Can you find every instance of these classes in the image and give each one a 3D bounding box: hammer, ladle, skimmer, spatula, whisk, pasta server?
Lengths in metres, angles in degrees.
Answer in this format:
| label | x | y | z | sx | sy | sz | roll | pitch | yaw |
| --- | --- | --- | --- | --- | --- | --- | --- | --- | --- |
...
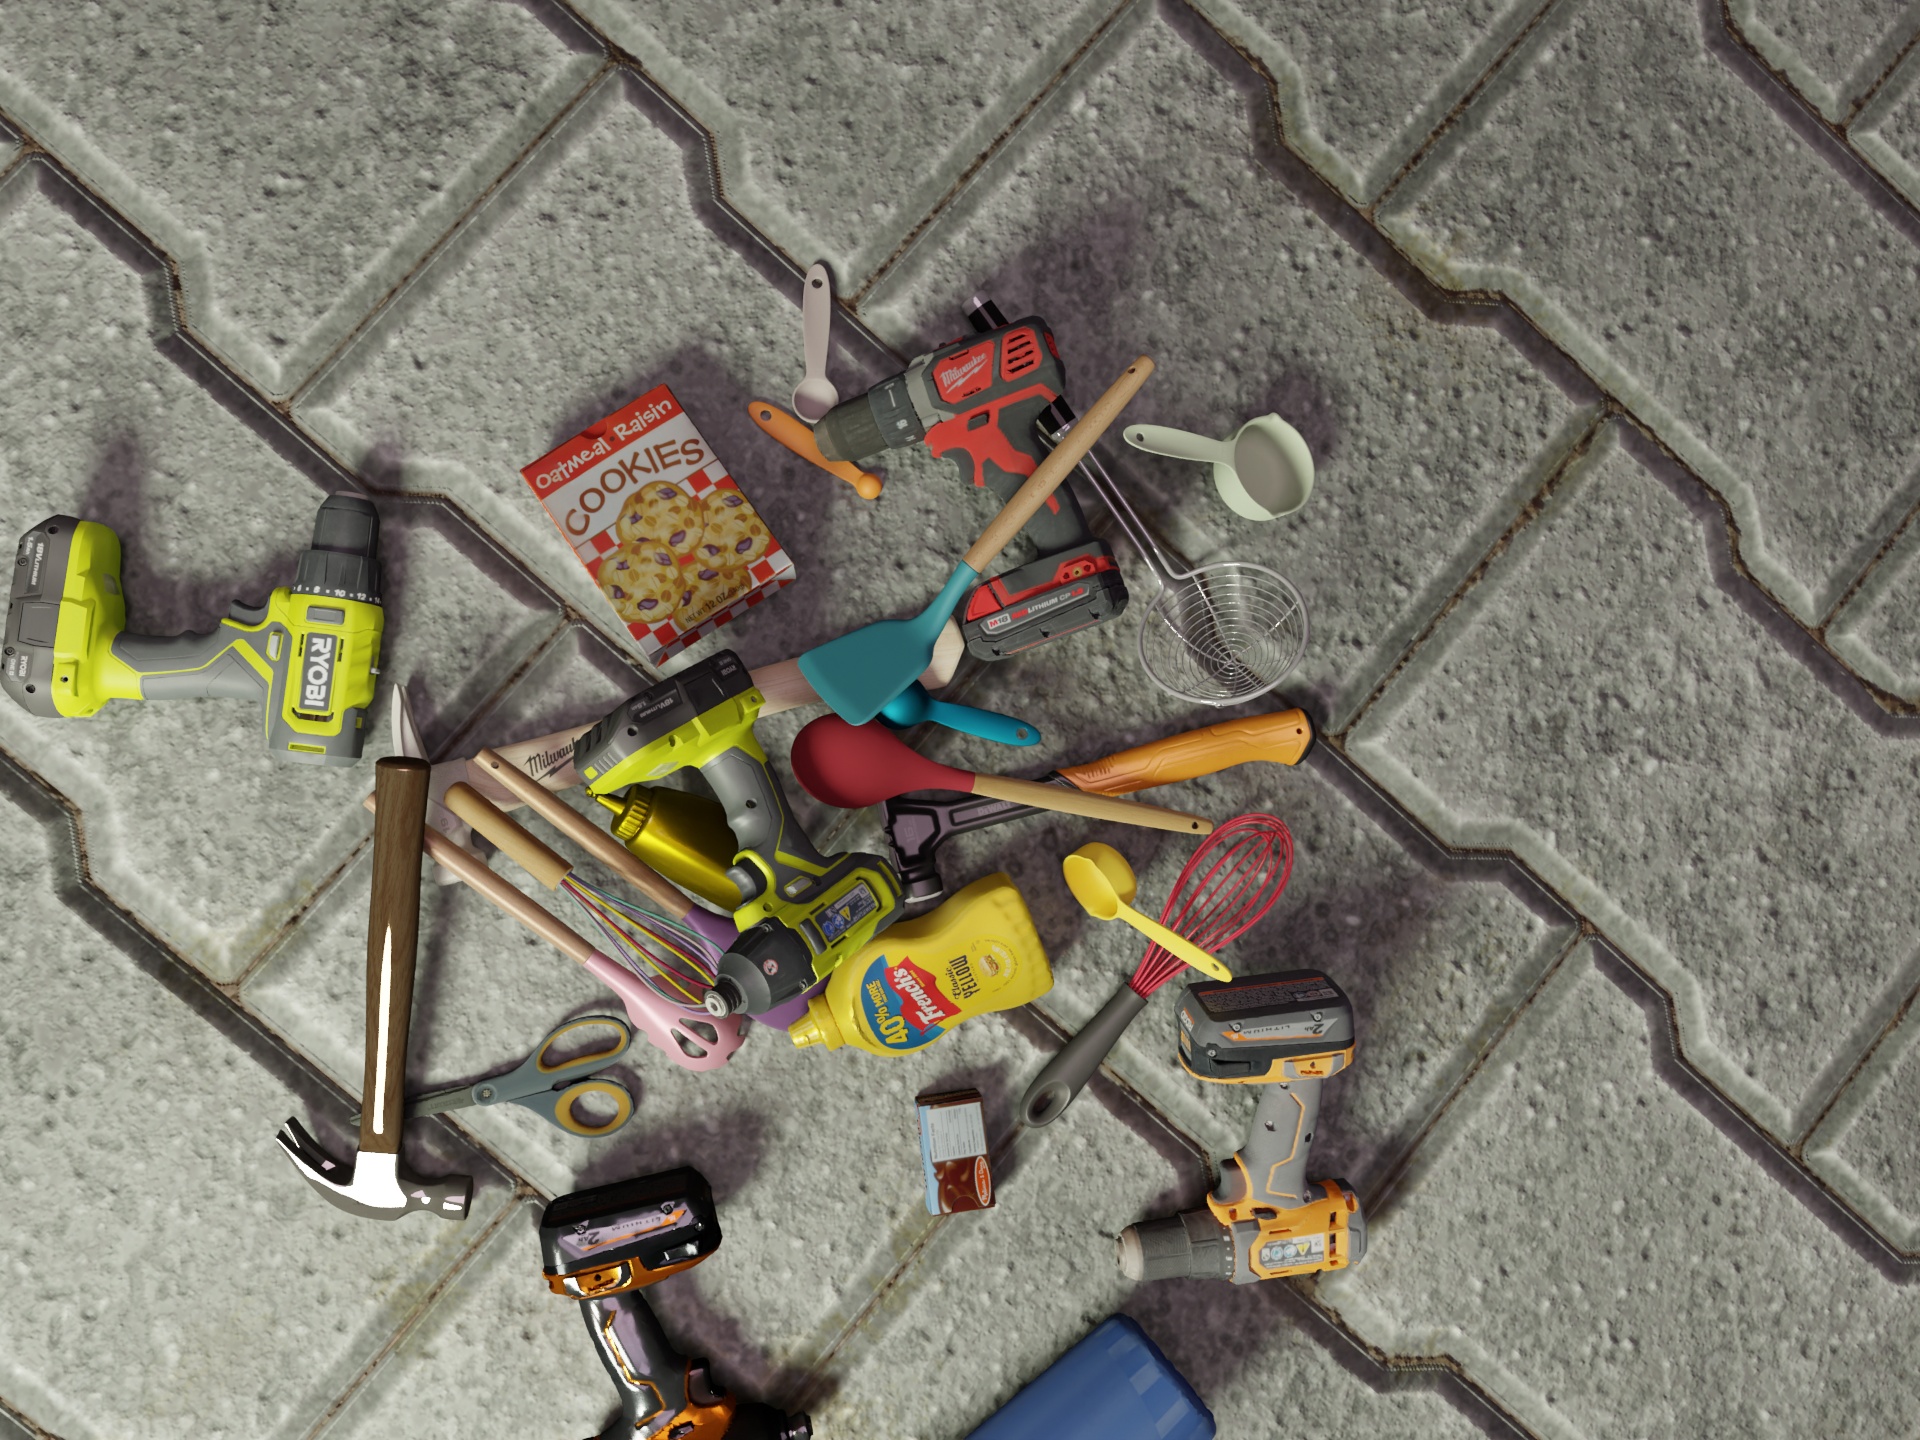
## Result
| label | x | y | z | sx | sy | sz | roll | pitch | yaw |
| --- | --- | --- | --- | --- | --- | --- | --- | --- | --- |
| hammer | -0.198 | -0.012 | 1.154 | 0.410 | 0.038 | 0.146 | -18 | 89 | -8 |
| ladle | 0.033 | 0.051 | 1.153 | 0.315 | 0.031 | 0.069 | 11 | 95 | -10 |
| skimmer | 0.118 | -0.171 | 1.173 | 0.127 | 0.090 | 0.363 | -36 | 92 | -5 |
| hammer | -0.392 | 0.186 | 1.085 | 0.130 | 0.031 | 0.331 | 6 | 102 | -6 |
| spatula | 0.019 | -0.128 | 1.081 | 0.317 | 0.044 | 0.082 | -49 | 52 | 7 |
| spatula | -0.216 | 0.122 | 1.130 | 0.315 | 0.018 | 0.060 | 41 | 80 | -16 |
| whisk | -0.255 | 0.120 | 1.095 | 0.245 | 0.047 | 0.051 | 38 | 85 | 2 |
| pasta server | -0.282 | 0.148 | 1.116 | 0.316 | 0.040 | 0.060 | 39 | 88 | -11 |
| hammer | 0.104 | 0.036 | 1.192 | 0.337 | 0.034 | 0.127 | -13 | 91 | -8 |
| whisk | 0.144 | 0.188 | 1.183 | 0.073 | 0.073 | 0.296 | 41 | 90 | -4 |

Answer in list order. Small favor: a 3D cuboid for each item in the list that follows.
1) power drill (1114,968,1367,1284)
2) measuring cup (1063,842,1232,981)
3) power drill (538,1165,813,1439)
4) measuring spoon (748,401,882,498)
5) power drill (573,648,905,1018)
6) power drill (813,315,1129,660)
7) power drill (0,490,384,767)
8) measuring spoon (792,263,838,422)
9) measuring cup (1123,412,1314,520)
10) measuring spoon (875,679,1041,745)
| label | x | y | z | sx | sy | sz | roll | pitch | yaw |
| --- | --- | --- | --- | --- | --- | --- | --- | --- | --- |
| power drill | 0.200 | 0.306 | 1.158 | 0.185 | 0.084 | 0.226 | -6 | 105 | -7 |
| measuring cup | 0.140 | 0.139 | 1.151 | 0.157 | 0.062 | 0.029 | 32 | 54 | 33 |
| power drill | -0.200 | 0.439 | 1.116 | 0.164 | 0.084 | 0.226 | -11 | 94 | -8 |
| measuring spoon | -0.108 | -0.203 | 1.184 | 0.117 | 0.011 | 0.021 | 34 | 84 | -5 |
| power drill | -0.152 | 0.079 | 1.067 | 0.171 | 0.080 | 0.223 | -34 | 91 | -47 |
| power drill | 0.009 | -0.158 | 1.143 | 0.188 | 0.080 | 0.227 | -20 | 88 | 12 |
| power drill | -0.516 | -0.074 | 1.096 | 0.228 | 0.080 | 0.190 | 7 | 87 | -10 |
| measuring spoon | -0.107 | -0.280 | 1.189 | 0.034 | 0.018 | 0.124 | 0 | 81 | -1 |
| measuring cup | 0.187 | -0.194 | 1.188 | 0.167 | 0.038 | 0.083 | 7 | 78 | -24 |
| measuring spoon | -0.002 | -0.004 | 1.150 | 0.128 | 0.021 | 0.042 | 15 | 84 | -5 |
